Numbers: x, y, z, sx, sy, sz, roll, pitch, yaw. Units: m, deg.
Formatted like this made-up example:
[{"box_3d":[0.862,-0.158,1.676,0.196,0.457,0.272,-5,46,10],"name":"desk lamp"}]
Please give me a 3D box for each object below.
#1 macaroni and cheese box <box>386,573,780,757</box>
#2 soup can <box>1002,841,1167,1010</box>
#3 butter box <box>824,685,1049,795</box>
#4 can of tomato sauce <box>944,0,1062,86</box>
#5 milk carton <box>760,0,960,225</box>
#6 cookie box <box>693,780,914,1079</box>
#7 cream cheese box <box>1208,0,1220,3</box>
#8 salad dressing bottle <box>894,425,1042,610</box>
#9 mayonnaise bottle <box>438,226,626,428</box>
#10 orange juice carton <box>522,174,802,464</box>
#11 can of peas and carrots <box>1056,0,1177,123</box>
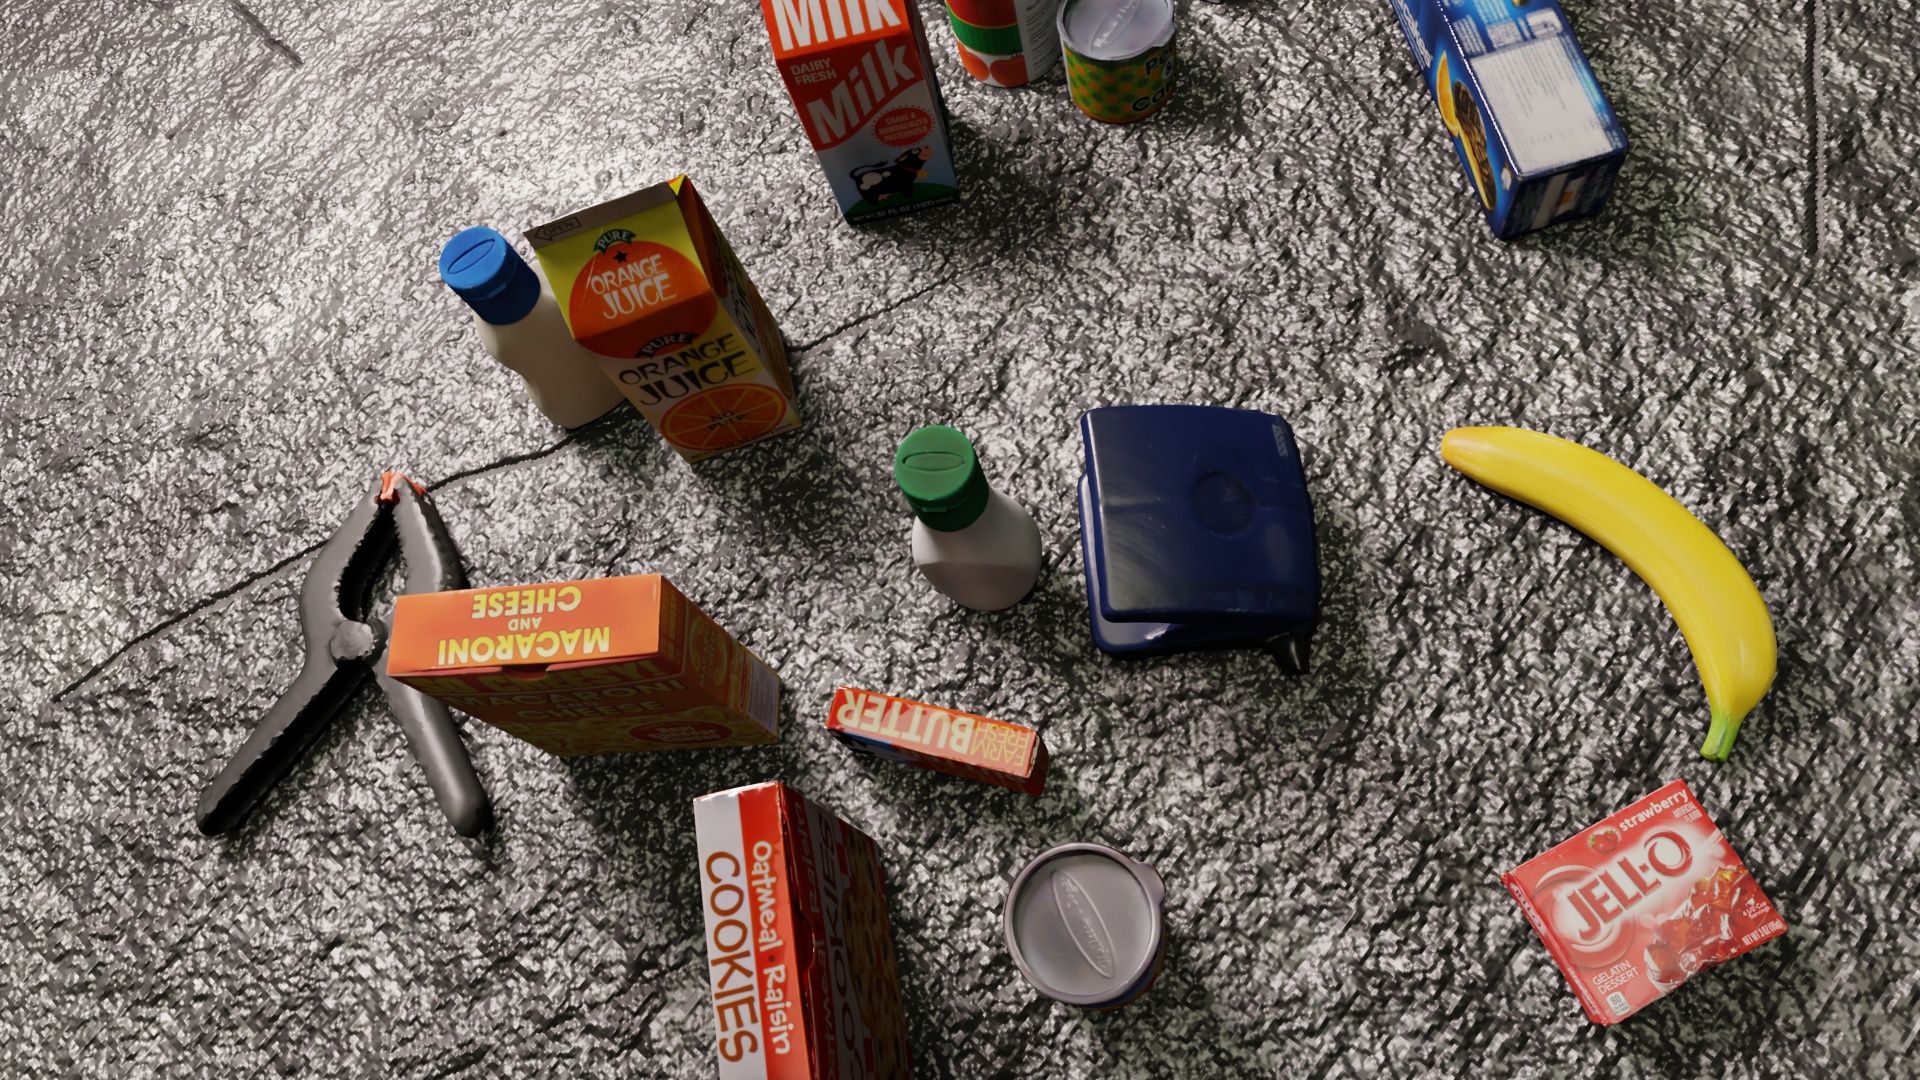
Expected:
[{"box_3d":[-0.168,0.065,0.657,0.124,0.166,0.040,-5,69,9],"name":"macaroni and cheese box"},{"box_3d":[0.060,0.172,0.617,0.071,0.083,0.071,-4,69,10],"name":"soup can"},{"box_3d":[-0.010,0.098,0.676,0.103,0.053,0.024,11,72,15],"name":"butter box"},{"box_3d":[0.022,-0.319,0.814,0.071,0.083,0.071,-4,69,10],"name":"can of tomato sauce"},{"box_3d":[-0.054,-0.257,0.746,0.072,0.190,0.073,-11,68,7],"name":"milk carton"},{"box_3d":[-0.062,0.179,0.592,0.040,0.167,0.123,-13,68,6],"name":"cookie box"},{"box_3d":[0.163,-0.379,0.826,0.024,0.053,0.104,22,75,18],"name":"cream cheese box"},{"box_3d":[0.002,-0.008,0.663,0.064,0.147,0.044,1,70,11],"name":"salad dressing bottle"},{"box_3d":[-0.226,-0.114,0.747,0.065,0.147,0.041,-36,67,-4],"name":"mayonnaise bottle"},{"box_3d":[-0.147,-0.117,0.709,0.072,0.192,0.073,-18,67,4],"name":"orange juice carton"},{"box_3d":[0.094,-0.284,0.800,0.071,0.058,0.071,-4,69,10],"name":"can of peas and carrots"}]
